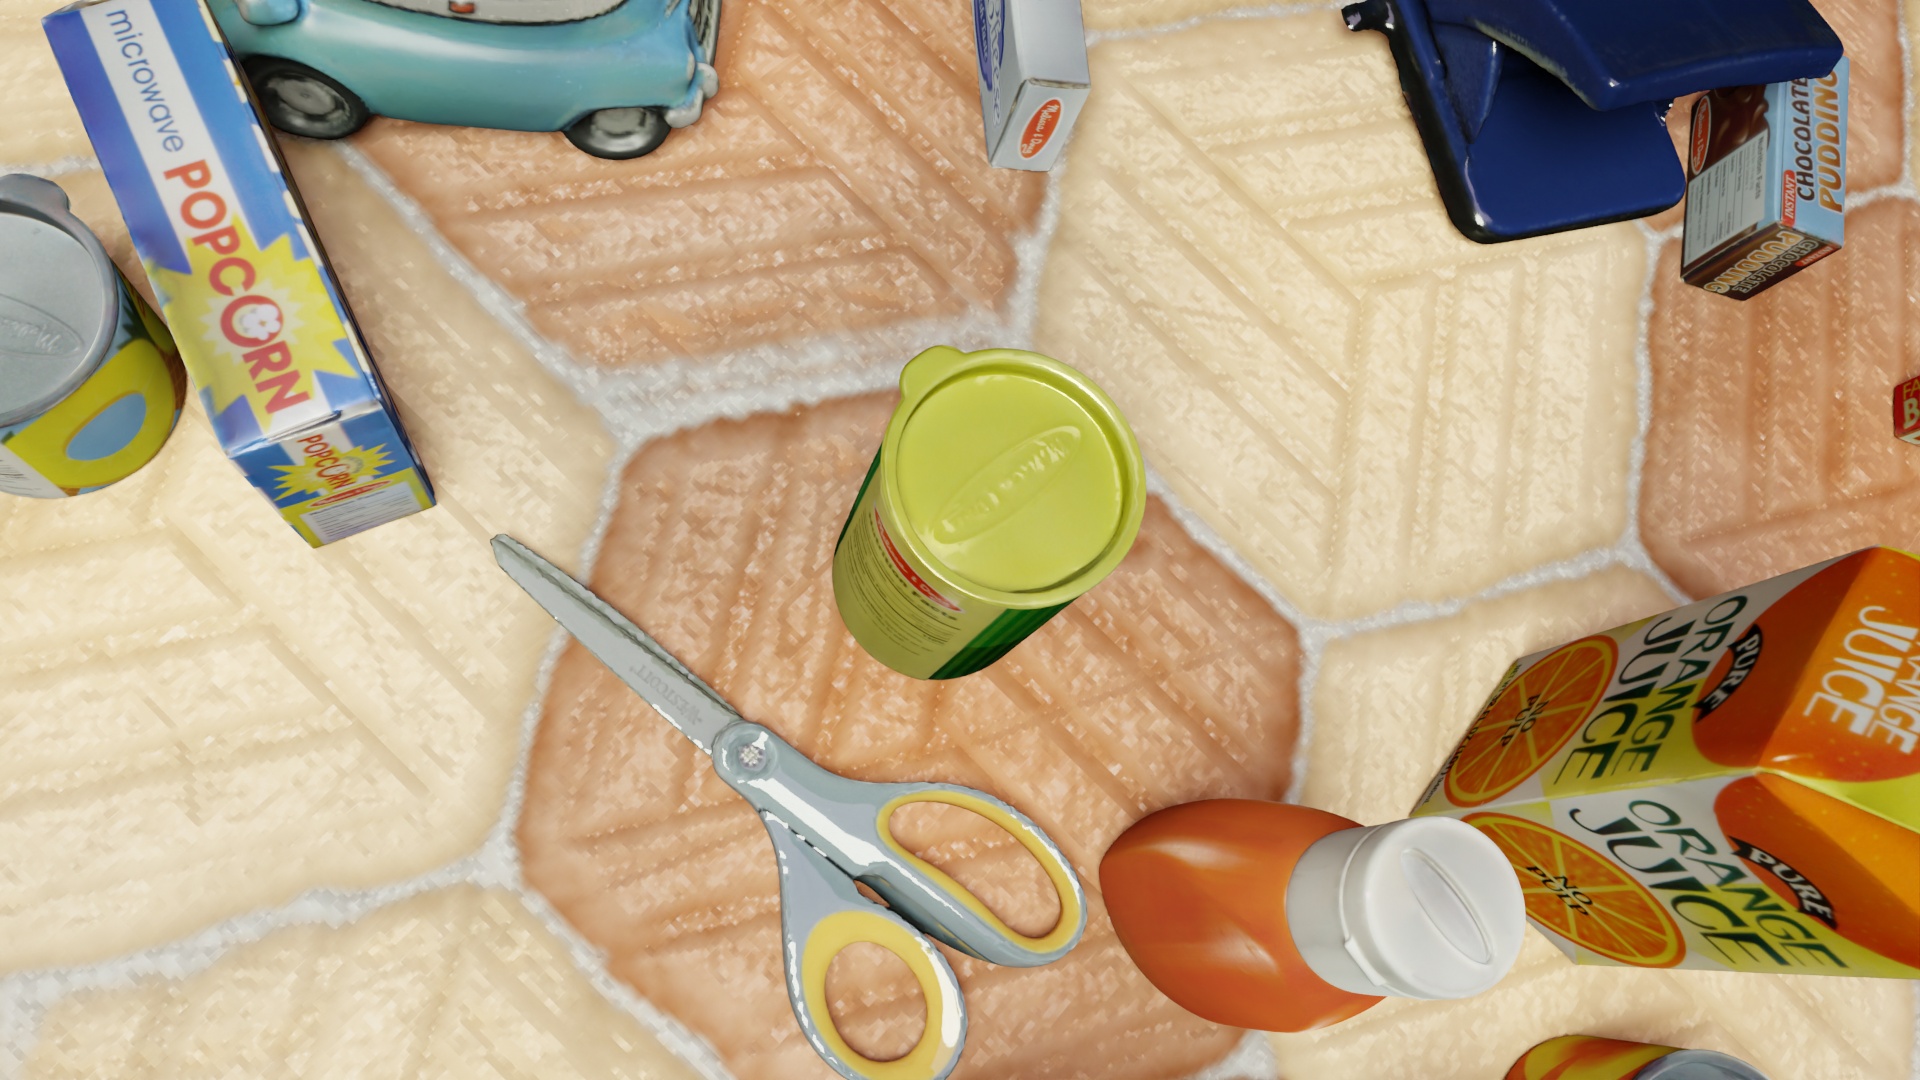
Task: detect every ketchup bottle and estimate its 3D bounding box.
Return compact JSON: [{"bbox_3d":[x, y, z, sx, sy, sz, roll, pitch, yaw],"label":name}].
[{"bbox_3d":[0.082,0.094,0.349,0.044,0.148,0.065,-35,84,-19],"label":"ketchup bottle"}]

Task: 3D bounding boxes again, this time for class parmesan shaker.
[{"bbox_3d":[0.001,-0.005,0.384,0.071,0.102,0.071,3,74,-12],"label":"parmesan shaker"}]

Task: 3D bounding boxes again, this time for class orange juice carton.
[{"bbox_3d":[0.210,0.062,0.363,0.073,0.192,0.072,42,70,1],"label":"orange juice carton"}]

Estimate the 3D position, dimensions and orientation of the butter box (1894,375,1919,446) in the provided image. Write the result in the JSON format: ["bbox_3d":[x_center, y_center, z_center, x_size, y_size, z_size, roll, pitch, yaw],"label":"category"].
[{"bbox_3d":[0.408,-0.041,0.512,0.103,0.053,0.024,18,72,-7],"label":"butter box"}]

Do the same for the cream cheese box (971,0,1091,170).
[{"bbox_3d":[0.021,-0.183,0.466,0.024,0.053,0.104,-1,75,-13],"label":"cream cheese box"}]

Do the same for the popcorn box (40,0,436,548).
[{"bbox_3d":[-0.187,-0.069,0.369,0.038,0.085,0.127,-24,81,-18],"label":"popcorn box"}]

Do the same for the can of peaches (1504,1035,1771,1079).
[{"bbox_3d":[0.199,0.178,0.399,0.071,0.058,0.071,3,74,-12],"label":"can of peaches"}]

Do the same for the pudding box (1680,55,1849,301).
[{"bbox_3d":[0.300,-0.138,0.518,0.030,0.049,0.084,16,72,-8],"label":"pudding box"}]

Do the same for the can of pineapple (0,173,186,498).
[{"bbox_3d":[-0.246,-0.051,0.365,0.071,0.057,0.071,3,74,-12],"label":"can of pineapple"}]
